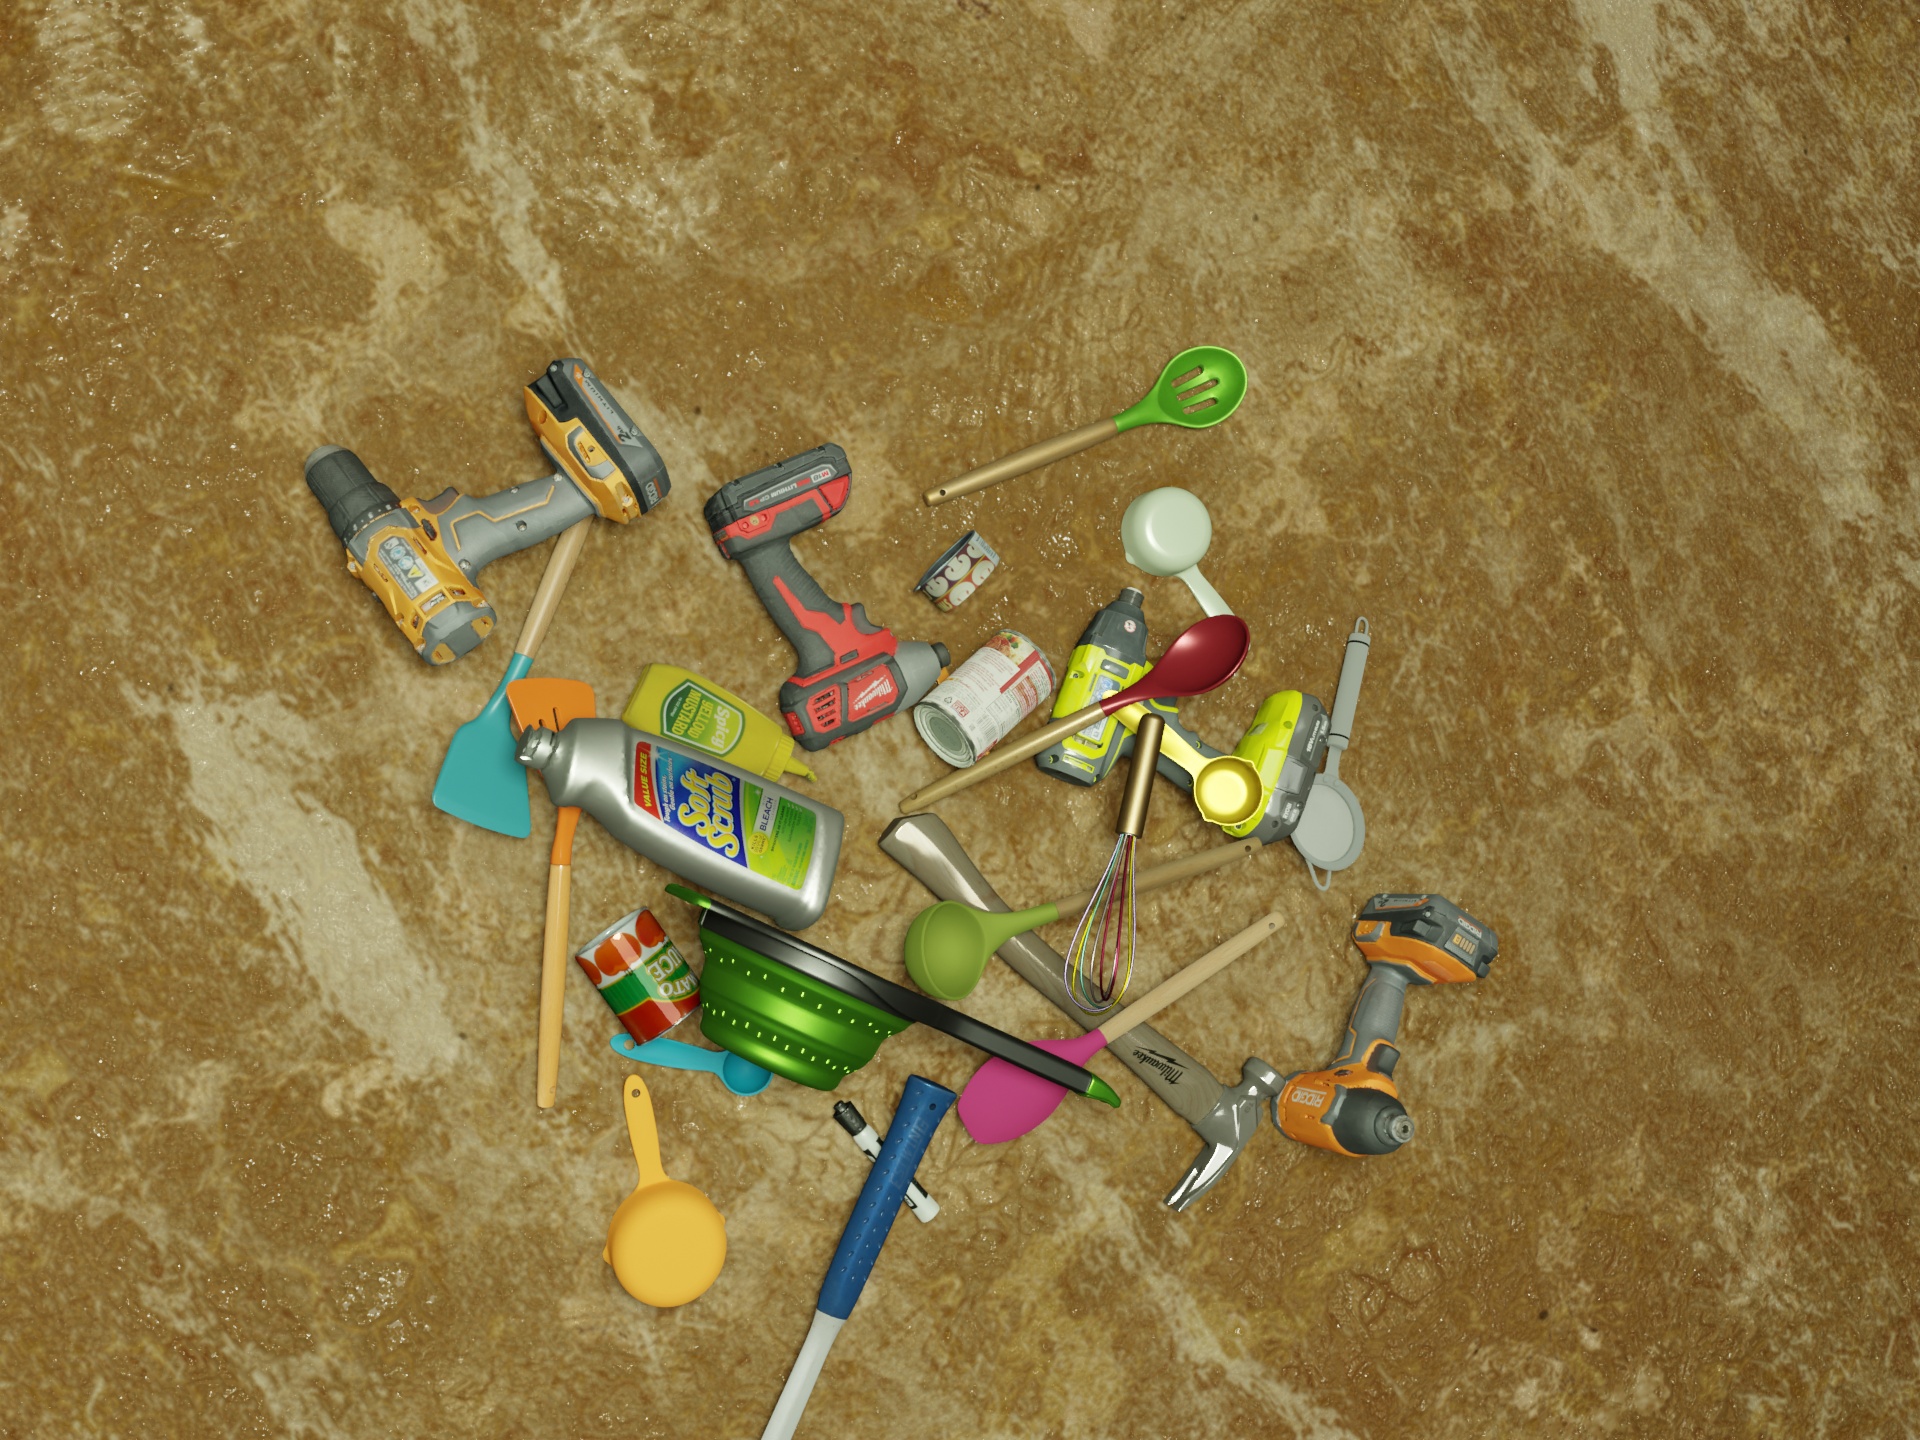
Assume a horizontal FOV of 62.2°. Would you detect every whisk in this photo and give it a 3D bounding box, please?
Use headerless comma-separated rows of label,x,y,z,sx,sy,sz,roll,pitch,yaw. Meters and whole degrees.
whisk,0.132,0.112,1.254,0.051,0.047,0.245,17,77,-17

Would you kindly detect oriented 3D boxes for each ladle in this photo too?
ladle,0.091,0.003,1.283,0.315,0.069,0.031,-27,135,7
ladle,0.105,0.147,1.279,0.320,0.062,0.078,-16,96,-15

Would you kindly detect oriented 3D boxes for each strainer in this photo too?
strainer,0.333,0.027,1.412,0.086,0.050,0.258,22,74,-22

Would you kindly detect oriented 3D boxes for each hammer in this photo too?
hammer,-0.109,0.467,1.231,0.144,0.035,0.405,26,83,-14
hammer,0.086,0.231,1.322,0.410,0.038,0.146,42,77,-10

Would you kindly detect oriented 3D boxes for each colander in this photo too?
colander,-0.056,0.246,1.195,0.396,0.204,0.094,28,80,-19

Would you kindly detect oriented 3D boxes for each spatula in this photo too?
spatula,-0.316,-0.072,1.211,0.082,0.044,0.317,27,76,-38
spatula,-0.308,0.130,1.197,0.081,0.041,0.322,-1,97,-53

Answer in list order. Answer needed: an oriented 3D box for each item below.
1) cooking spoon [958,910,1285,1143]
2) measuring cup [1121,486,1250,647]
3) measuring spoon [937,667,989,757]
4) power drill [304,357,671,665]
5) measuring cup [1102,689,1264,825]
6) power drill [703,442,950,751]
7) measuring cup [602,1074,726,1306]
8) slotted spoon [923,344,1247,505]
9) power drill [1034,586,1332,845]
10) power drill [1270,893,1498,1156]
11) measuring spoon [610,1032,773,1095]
cooking spoon,0.138,0.245,1.307,0.319,0.017,0.068,-31,96,-13
measuring cup,0.208,-0.129,1.382,0.083,0.038,0.167,-39,96,-16
measuring spoon,-0.002,-0.004,1.325,0.021,0.011,0.117,-30,99,-28
power drill,-0.354,-0.174,1.178,0.226,0.084,0.185,-38,80,-12
measuring cup,0.179,0.028,1.302,0.156,0.029,0.062,39,85,7
power drill,-0.104,-0.100,1.266,0.143,0.078,0.219,-25,97,-17
measuring cup,-0.229,0.357,1.204,0.095,0.052,0.173,-12,92,-18
slotted spoon,0.108,-0.246,1.367,0.314,0.031,0.070,-24,94,-16
power drill,0.192,0.000,1.351,0.223,0.080,0.171,23,81,-12
power drill,0.363,0.261,1.341,0.084,0.164,0.226,33,75,-12
measuring spoon,-0.209,0.261,1.240,0.128,0.021,0.042,13,84,-7
